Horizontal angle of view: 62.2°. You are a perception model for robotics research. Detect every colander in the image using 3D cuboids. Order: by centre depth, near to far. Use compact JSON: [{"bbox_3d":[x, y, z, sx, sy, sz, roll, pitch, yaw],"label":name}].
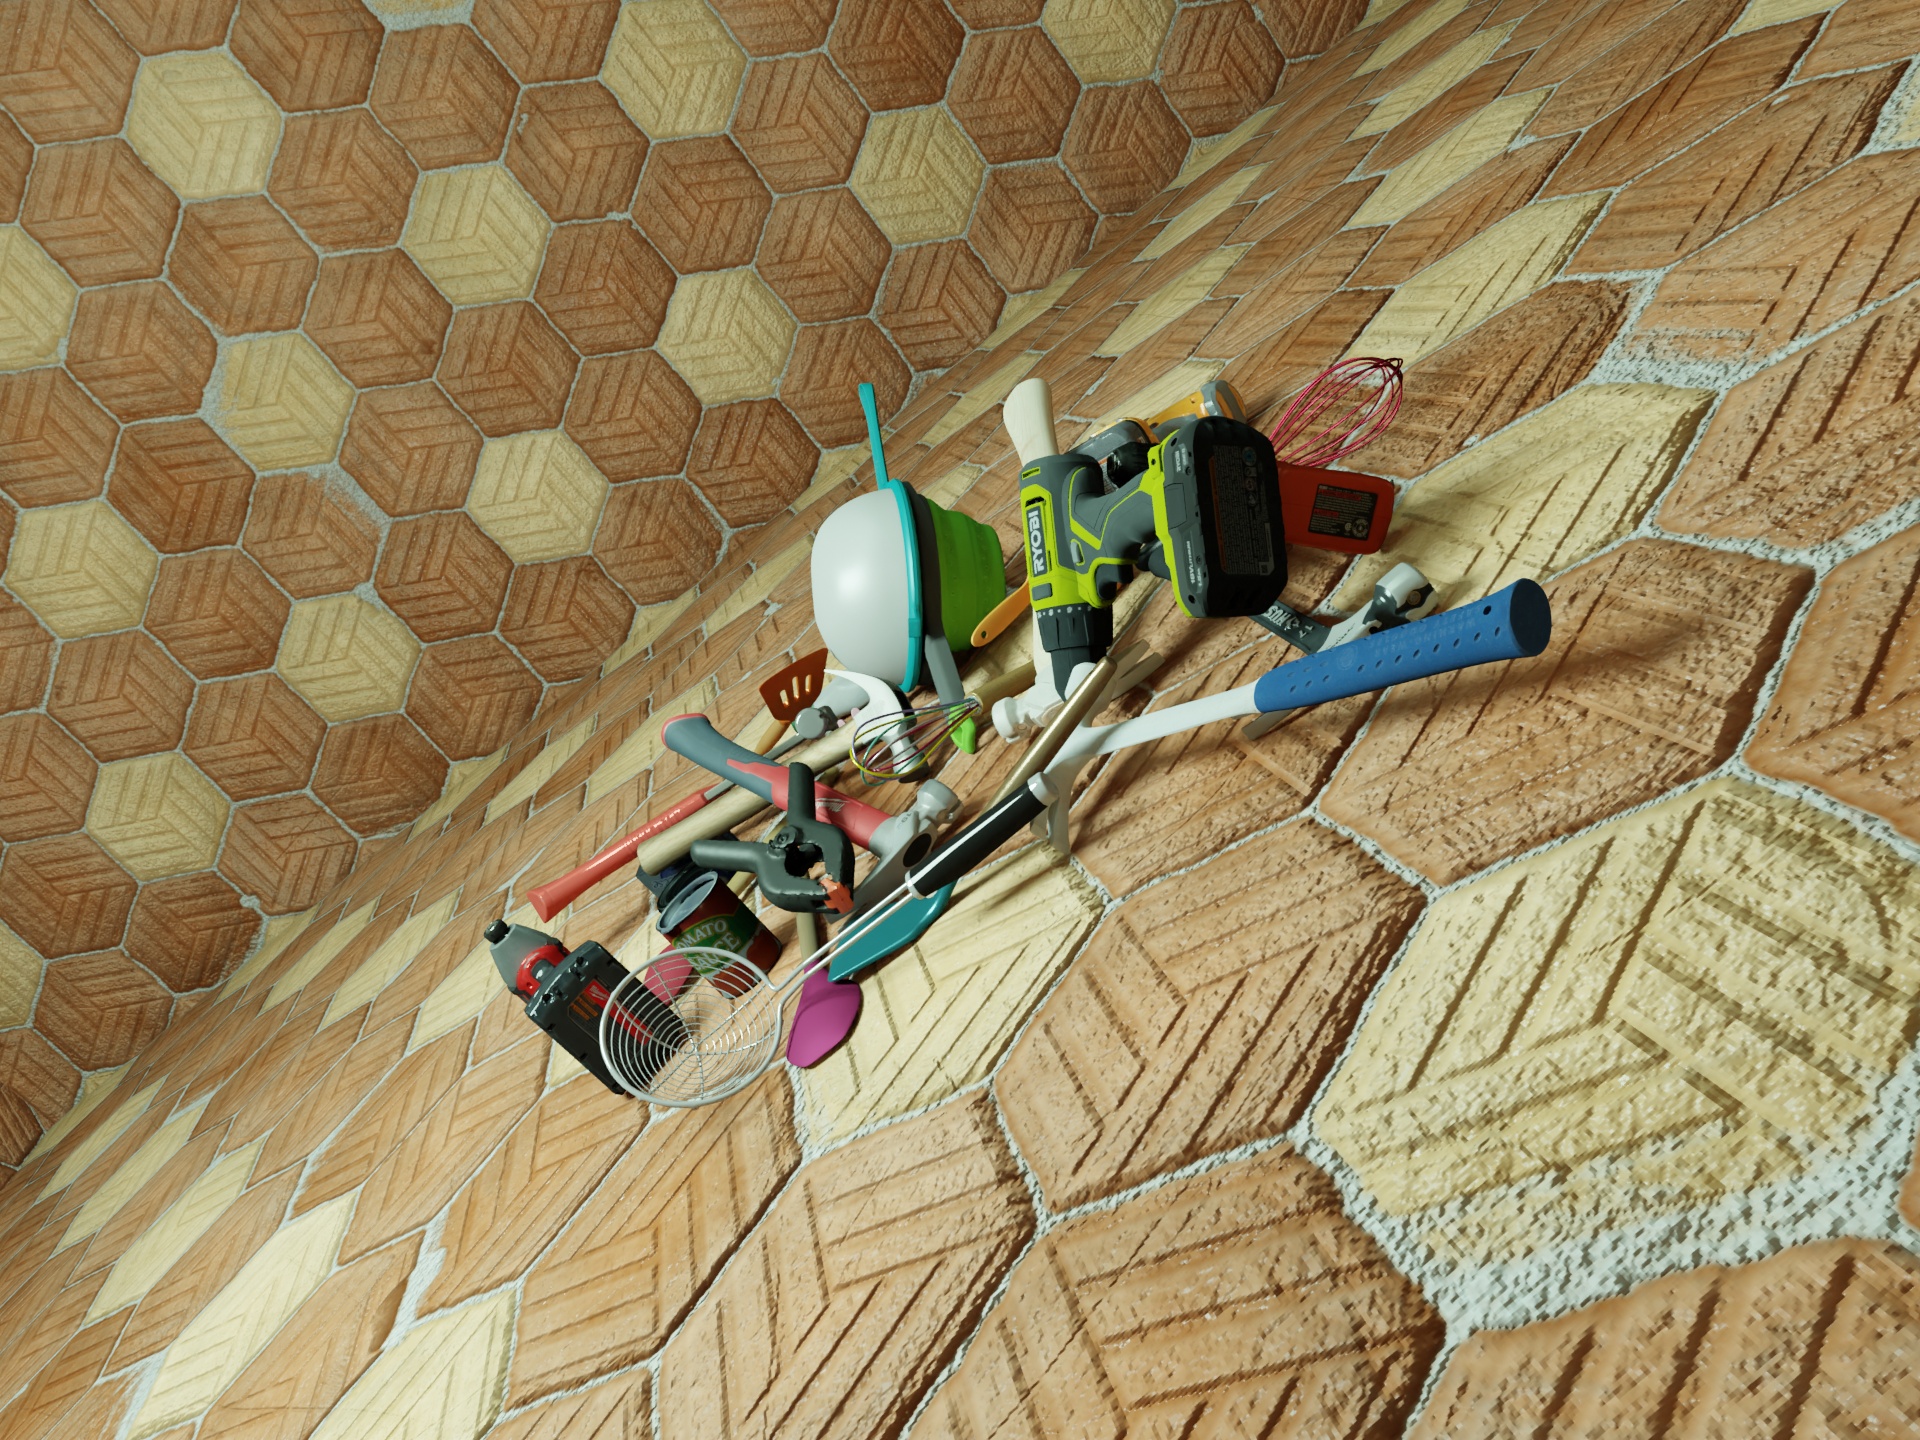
[{"bbox_3d":[0.006,-0.094,1.530,0.094,0.204,0.398,-4,34,-10],"label":"colander"}]

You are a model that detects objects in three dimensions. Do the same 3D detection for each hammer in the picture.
[{"bbox_3d":[0.178,-0.009,0.973,0.405,0.035,0.144,-19,44,54],"label":"hammer"},{"bbox_3d":[0.210,-0.088,1.196,0.149,0.036,0.409,-40,17,3],"label":"hammer"},{"bbox_3d":[-0.164,0.068,1.377,0.143,0.038,0.387,-48,38,-18],"label":"hammer"},{"bbox_3d":[0.086,-0.167,1.391,0.146,0.038,0.411,-27,44,26],"label":"hammer"},{"bbox_3d":[-0.178,0.059,1.482,0.331,0.130,0.031,-30,-22,25],"label":"hammer"},{"bbox_3d":[-0.278,0.093,1.613,0.359,0.037,0.149,-33,-3,0],"label":"hammer"}]

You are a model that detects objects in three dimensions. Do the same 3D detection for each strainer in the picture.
[{"bbox_3d":[-0.108,-0.189,1.588,0.095,0.341,0.211,-5,-21,-10],"label":"strainer"}]

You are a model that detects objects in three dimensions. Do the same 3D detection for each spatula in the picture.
[{"bbox_3d":[0.008,0.071,1.122,0.317,0.044,0.082,-54,8,26],"label":"spatula"},{"bbox_3d":[-0.194,-0.004,1.682,0.081,0.041,0.322,-32,-2,-20],"label":"spatula"}]

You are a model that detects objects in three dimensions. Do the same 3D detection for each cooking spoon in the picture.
[{"bbox_3d":[-0.117,0.180,1.238,0.069,0.017,0.319,-39,18,4],"label":"cooking spoon"}]

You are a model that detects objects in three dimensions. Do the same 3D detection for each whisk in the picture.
[{"bbox_3d":[-0.001,-0.003,1.315,0.047,0.051,0.245,11,27,39],"label":"whisk"},{"bbox_3d":[0.261,-0.216,1.371,0.296,0.073,0.073,-37,16,32],"label":"whisk"}]

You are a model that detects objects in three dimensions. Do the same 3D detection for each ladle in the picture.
[{"bbox_3d":[-0.200,0.147,1.483,0.069,0.031,0.315,-21,24,47],"label":"ladle"}]

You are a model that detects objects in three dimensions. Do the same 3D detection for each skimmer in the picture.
[{"bbox_3d":[-0.092,0.141,1.093,0.363,0.090,0.127,-38,52,18],"label":"skimmer"}]

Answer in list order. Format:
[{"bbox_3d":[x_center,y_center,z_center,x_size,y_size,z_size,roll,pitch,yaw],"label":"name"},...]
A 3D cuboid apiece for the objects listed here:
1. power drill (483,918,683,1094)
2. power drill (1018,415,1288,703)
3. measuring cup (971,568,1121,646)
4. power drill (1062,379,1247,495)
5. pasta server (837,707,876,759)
[{"bbox_3d":[-0.331,0.232,1.351,0.078,0.143,0.220,-49,21,-18],"label":"power drill"},{"bbox_3d":[0.128,-0.113,1.152,0.080,0.190,0.228,-4,-4,-32],"label":"power drill"},{"bbox_3d":[0.082,-0.121,1.436,0.173,0.095,0.052,-43,26,-21],"label":"measuring cup"},{"bbox_3d":[0.164,-0.253,1.572,0.185,0.084,0.226,-25,8,40],"label":"power drill"},{"bbox_3d":[-0.171,0.055,1.571,0.316,0.040,0.060,-31,0,37],"label":"pasta server"}]
